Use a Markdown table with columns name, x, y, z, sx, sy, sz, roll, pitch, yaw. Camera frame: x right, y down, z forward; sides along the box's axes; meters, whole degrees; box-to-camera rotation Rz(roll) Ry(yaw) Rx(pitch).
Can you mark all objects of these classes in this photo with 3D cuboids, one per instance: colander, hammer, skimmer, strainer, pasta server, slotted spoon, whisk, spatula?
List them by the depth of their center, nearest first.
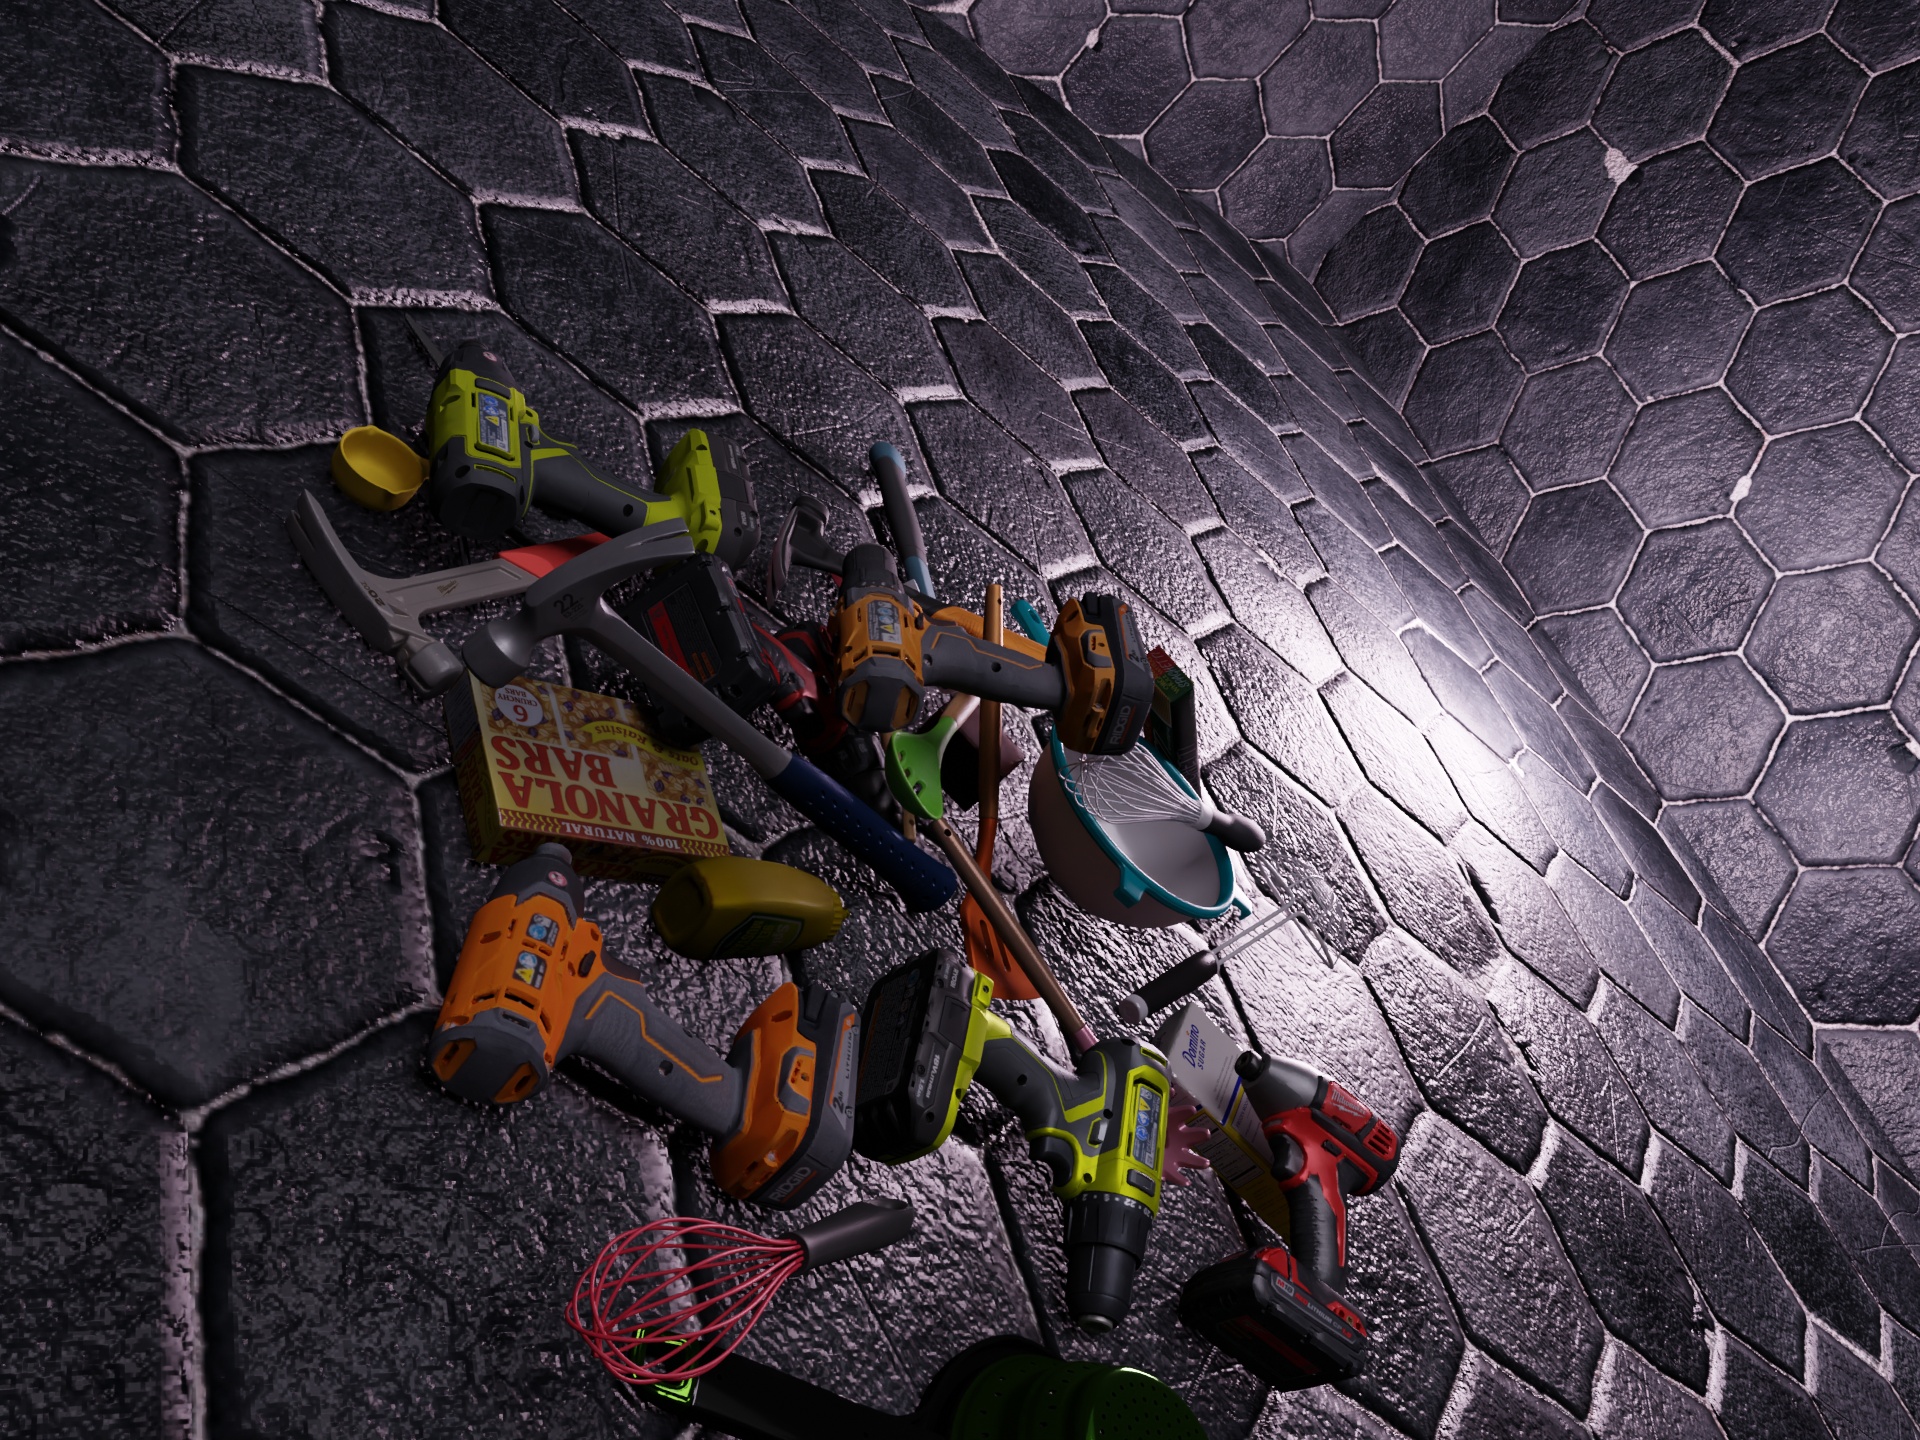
| name | x | y | z | sx | sy | sz | roll | pitch | yaw |
| --- | --- | --- | --- | --- | --- | --- | --- | --- | --- |
| whisk | -0.098 | 0.279 | 0.821 | 0.073 | 0.073 | 0.295 | 58 | 18 | 20 |
| colander | 0.014 | 0.383 | 0.834 | 0.396 | 0.094 | 0.205 | 32 | 32 | -24 |
| hammer | -0.119 | 0.021 | 1.018 | 0.405 | 0.144 | 0.035 | 44 | 16 | -44 |
| hammer | -0.288 | -0.116 | 1.116 | 0.149 | 0.036 | 0.359 | 51 | 30 | 7 |
| pasta server | 0.073 | 0.201 | 1.154 | 0.060 | 0.040 | 0.316 | -34 | 88 | -31 |
| spatula | 0.029 | 0.051 | 1.220 | 0.081 | 0.041 | 0.323 | 12 | 75 | -45 |
| slotted spoon | -0.002 | -0.004 | 1.247 | 0.070 | 0.031 | 0.314 | 59 | 26 | -12 |
| whisk | 0.172 | 0.069 | 1.277 | 0.284 | 0.070 | 0.070 | 24 | 36 | -49 |
| hammer | 0.004 | -0.071 | 1.286 | 0.336 | 0.034 | 0.127 | 25 | 37 | -12 |
| strainer | 0.098 | 0.048 | 1.356 | 0.210 | 0.095 | 0.341 | 13 | 41 | -49 |
| skimmer | 0.233 | 0.206 | 1.401 | 0.363 | 0.090 | 0.127 | -19 | 71 | -47 |
| hammer | -0.043 | -0.147 | 1.451 | 0.128 | 0.033 | 0.331 | 50 | 17 | -42 |

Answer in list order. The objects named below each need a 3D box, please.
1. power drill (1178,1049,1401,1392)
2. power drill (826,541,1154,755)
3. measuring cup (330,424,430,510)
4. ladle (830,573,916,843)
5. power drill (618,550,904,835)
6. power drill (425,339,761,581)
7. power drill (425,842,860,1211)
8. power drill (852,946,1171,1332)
| name | x | y | z | sx | sy | sz | roll | pitch | yaw |
| --- | --- | --- | --- | --- | --- | --- | --- | --- | --- |
| power drill | 0.236 | 0.345 | 1.133 | 0.143 | 0.078 | 0.220 | 39 | 44 | -12 |
| power drill | 0.014 | -0.059 | 1.173 | 0.226 | 0.084 | 0.186 | 6 | 38 | -12 |
| measuring cup | -0.356 | -0.160 | 1.089 | 0.156 | 0.029 | 0.062 | 8 | 48 | -49 |
| ladle | -0.064 | -0.025 | 1.304 | 0.069 | 0.031 | 0.316 | 27 | 36 | -37 |
| power drill | -0.124 | -0.007 | 1.116 | 0.226 | 0.080 | 0.188 | 30 | 31 | -61 |
| power drill | -0.260 | -0.177 | 1.115 | 0.223 | 0.080 | 0.171 | 18 | 41 | -35 |
| power drill | -0.169 | 0.163 | 0.885 | 0.226 | 0.084 | 0.164 | 29 | 33 | -21 |
| power drill | 0.039 | 0.265 | 1.020 | 0.228 | 0.080 | 0.191 | 34 | 47 | -24 |
